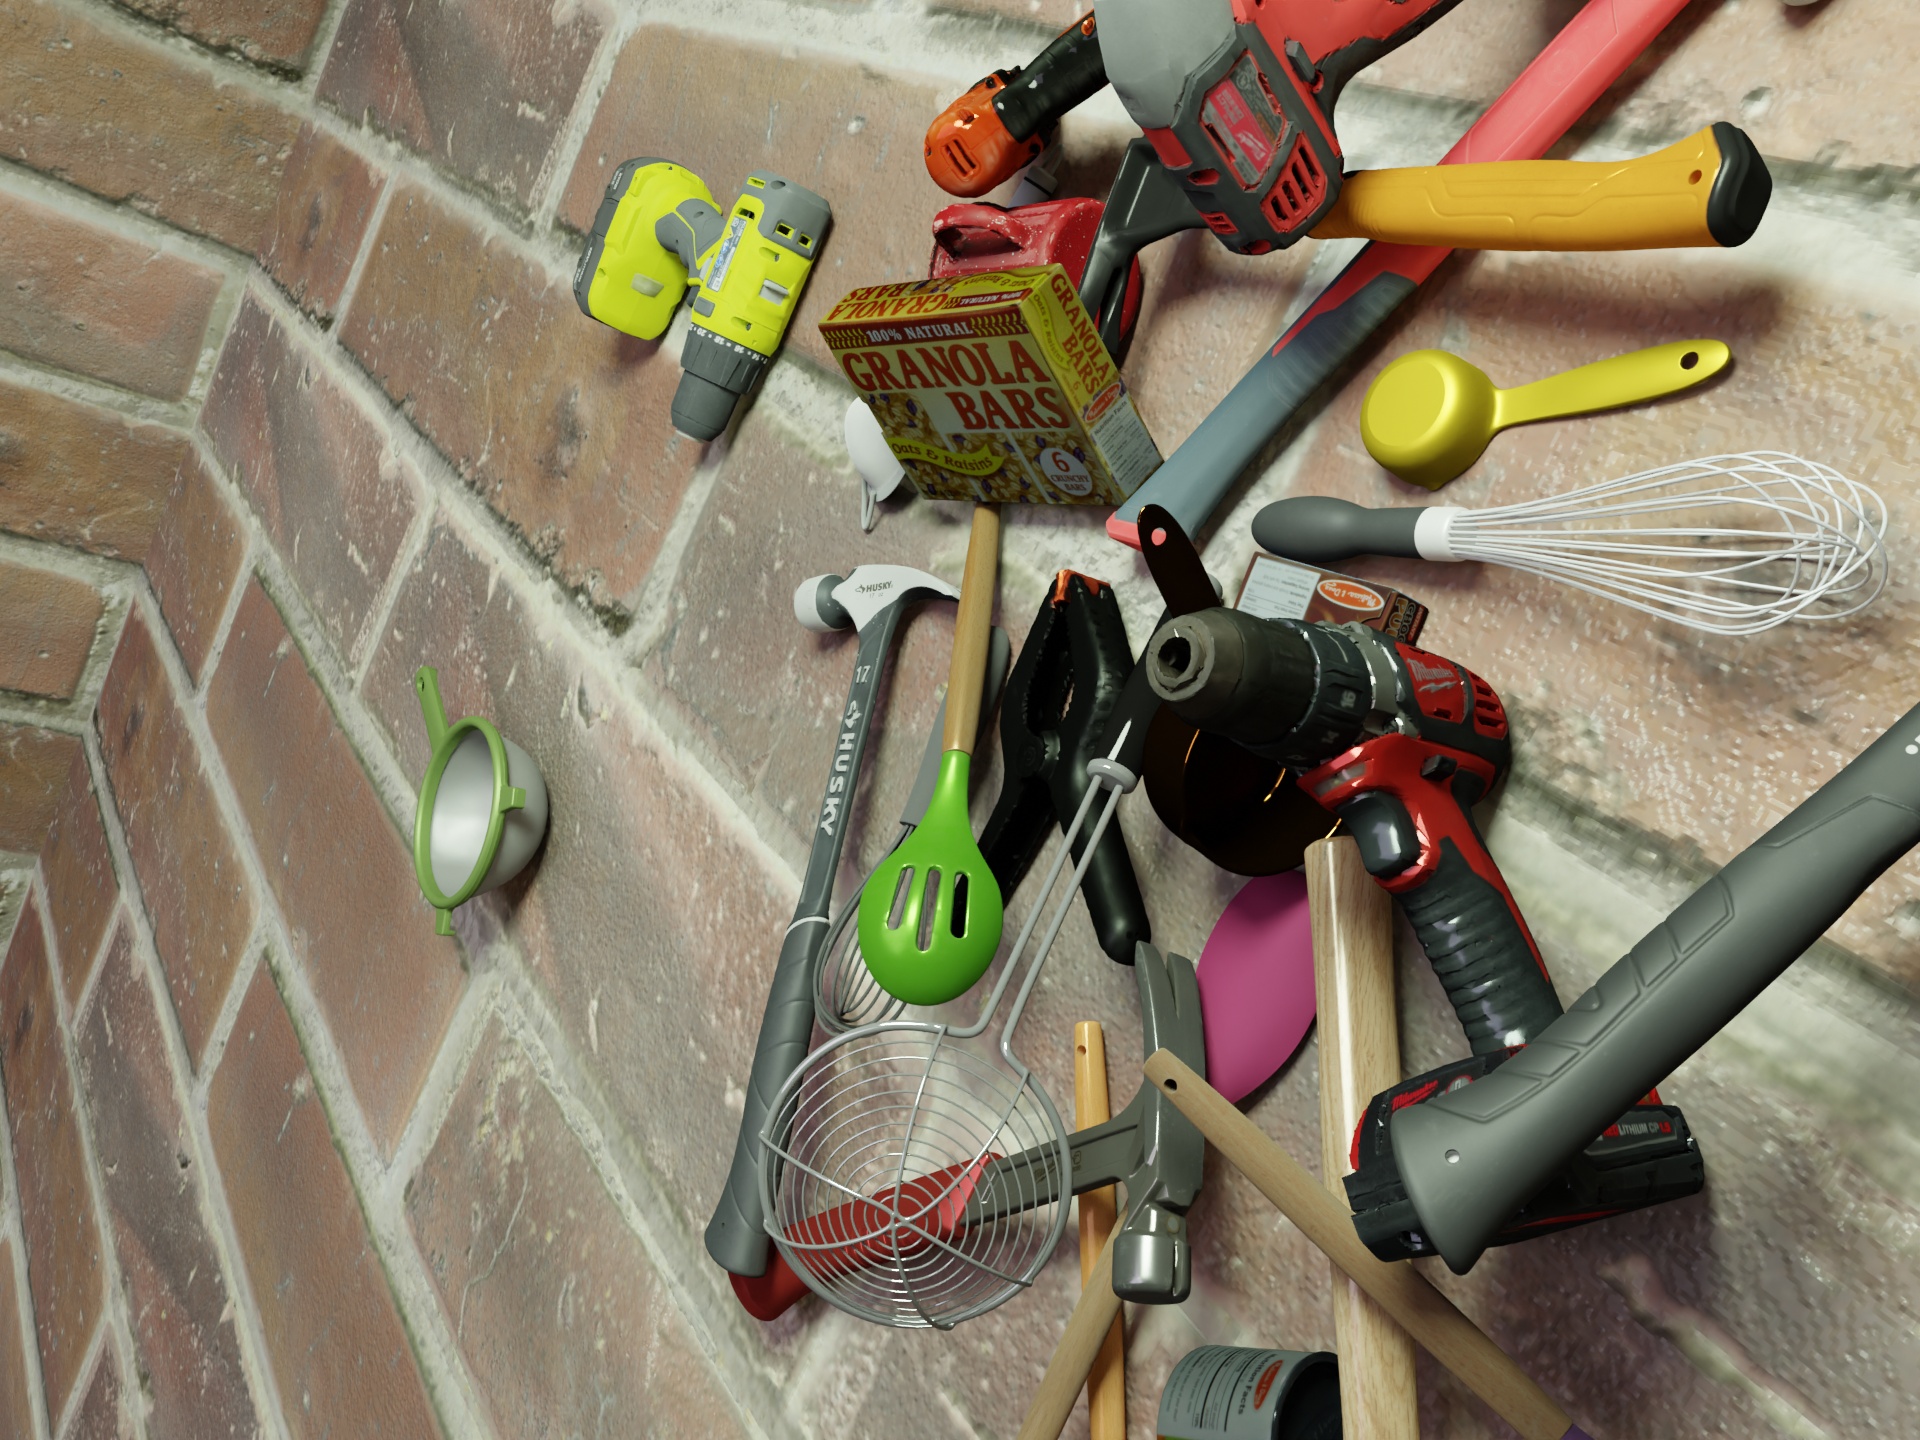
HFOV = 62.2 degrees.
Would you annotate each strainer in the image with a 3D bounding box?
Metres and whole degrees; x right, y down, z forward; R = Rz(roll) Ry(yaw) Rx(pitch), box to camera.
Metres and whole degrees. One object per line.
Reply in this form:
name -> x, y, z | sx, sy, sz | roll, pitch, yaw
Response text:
strainer -> -0.011, -0.234, 0.962 | 0.258, 0.050, 0.087 | -56, 28, 15
strainer -> -0.387, 0.043, 1.280 | 0.151, 0.069, 0.257 | -56, 42, 23

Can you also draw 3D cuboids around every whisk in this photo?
whisk -> -0.020, 0.057, 0.849 | 0.055, 0.055, 0.239 | 4, 68, 50
whisk -> 0.220, -0.072, 0.631 | 0.285, 0.070, 0.070 | 12, 87, 55

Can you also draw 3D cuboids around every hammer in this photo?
hammer -> 0.150, 0.200, 0.593 | 0.031, 0.130, 0.332 | 106, 169, -63
hammer -> 0.196, -0.223, 0.718 | 0.386, 0.038, 0.143 | -46, 46, 29
hammer -> -0.013, 0.231, 0.780 | 0.359, 0.036, 0.149 | -35, 40, 45
hammer -> 0.257, 0.037, 0.454 | 0.335, 0.035, 0.146 | -41, 49, -2
hammer -> -0.078, 0.100, 0.898 | 0.149, 0.036, 0.409 | -5, 68, 46
hammer -> 0.175, -0.213, 0.680 | 0.337, 0.034, 0.127 | 23, 93, 52

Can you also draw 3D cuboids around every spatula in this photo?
spatula -> 0.181, 0.219, 0.533 | 0.316, 0.018, 0.059 | 40, 108, 27
spatula -> 0.059, 0.293, 0.700 | 0.081, 0.041, 0.323 | -18, 63, 37

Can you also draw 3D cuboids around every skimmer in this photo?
skimmer -> 0.035, 0.084, 0.702 | 0.363, 0.127, 0.090 | -61, -2, -31

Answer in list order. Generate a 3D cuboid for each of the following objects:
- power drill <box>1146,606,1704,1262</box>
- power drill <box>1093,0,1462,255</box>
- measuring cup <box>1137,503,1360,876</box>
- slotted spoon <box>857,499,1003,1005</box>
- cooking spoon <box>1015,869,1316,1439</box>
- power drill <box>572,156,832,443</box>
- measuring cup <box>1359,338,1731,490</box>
power drill -> 0.154, 0.064, 0.558 | 0.080, 0.187, 0.227 | -33, 58, 36
power drill -> 0.153, -0.307, 0.623 | 0.219, 0.143, 0.079 | -44, 36, 6
measuring cup -> 0.103, -0.017, 0.668 | 0.095, 0.173, 0.052 | -32, 21, -10
slotted spoon -> -0.001, -0.003, 0.825 | 0.031, 0.070, 0.314 | 90, -173, -56
cooking spoon -> 0.081, 0.210, 0.692 | 0.069, 0.017, 0.319 | 22, 86, 50
power drill -> -0.200, -0.320, 1.181 | 0.229, 0.080, 0.190 | 36, 105, 46
measuring cup -> 0.232, -0.136, 0.652 | 0.156, 0.029, 0.062 | -6, 74, 50
